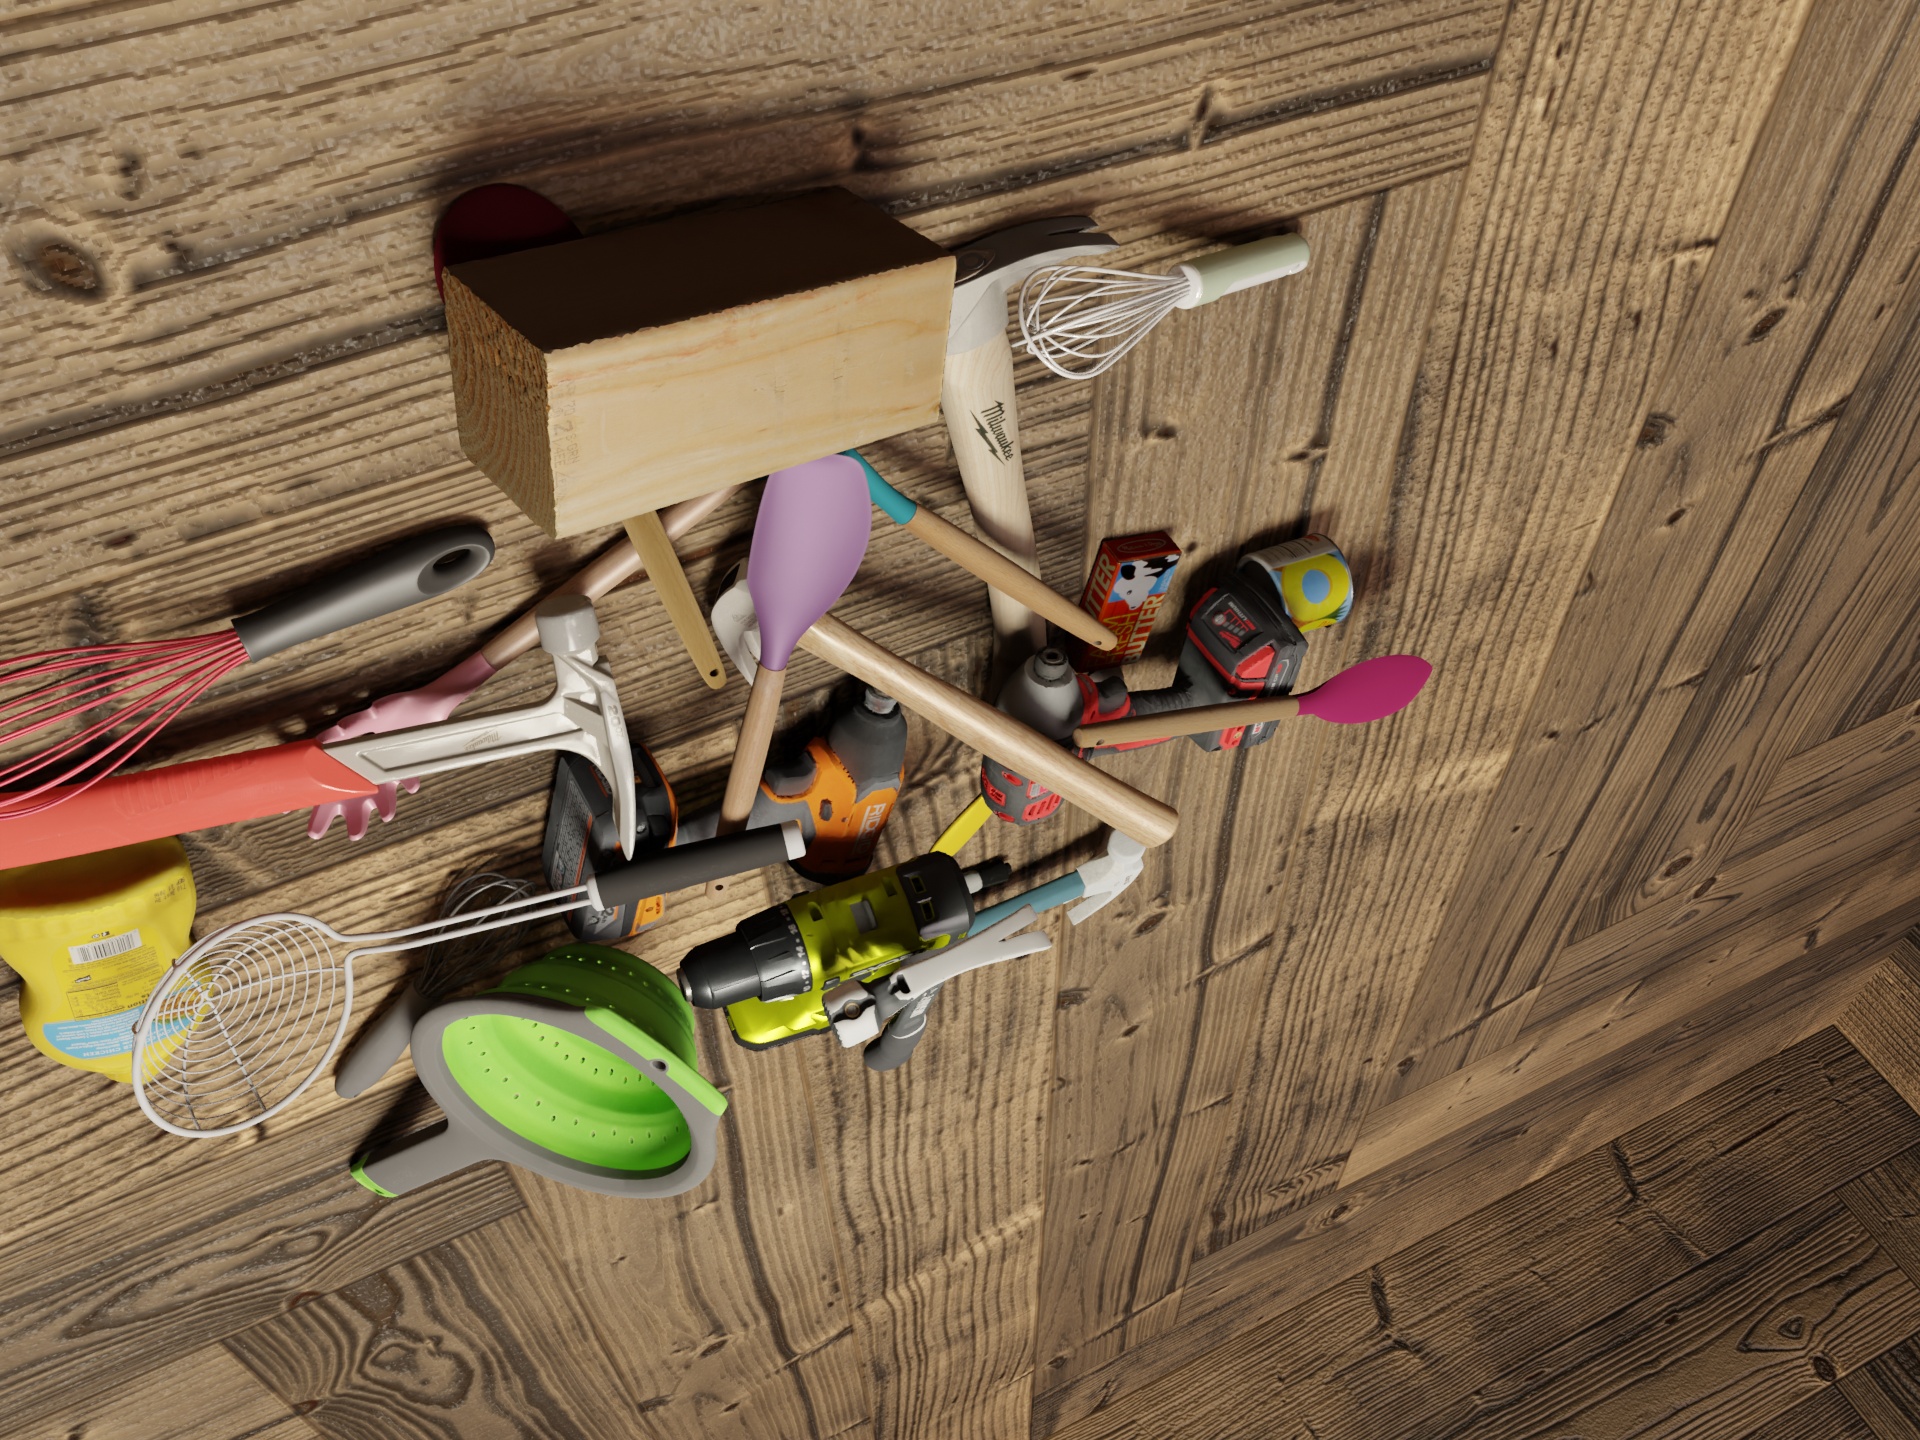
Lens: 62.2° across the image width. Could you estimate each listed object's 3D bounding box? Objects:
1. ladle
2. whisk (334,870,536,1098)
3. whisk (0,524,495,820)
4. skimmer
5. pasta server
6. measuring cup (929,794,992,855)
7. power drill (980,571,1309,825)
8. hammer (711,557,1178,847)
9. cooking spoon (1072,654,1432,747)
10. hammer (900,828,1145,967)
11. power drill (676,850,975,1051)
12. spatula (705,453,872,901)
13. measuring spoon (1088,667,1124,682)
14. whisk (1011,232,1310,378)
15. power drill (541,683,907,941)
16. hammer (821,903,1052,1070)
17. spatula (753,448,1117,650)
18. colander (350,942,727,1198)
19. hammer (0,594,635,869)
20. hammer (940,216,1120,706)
[{"bbox_3d":[-0.171,-0.120,0.793,0.069,0.031,0.315,-31,140,-11],"label":"ladle"},{"bbox_3d":[-0.345,0.176,1.026,0.055,0.055,0.239,14,128,-46],"label":"whisk"},{"bbox_3d":[-0.363,-0.030,0.763,0.296,0.073,0.073,-27,145,-19],"label":"whisk"},{"bbox_3d":[-0.258,0.130,0.874,0.363,0.090,0.127,-14,129,-9],"label":"skimmer"},{"bbox_3d":[-0.231,-0.046,0.855,0.316,0.040,0.060,-36,119,3],"label":"pasta server"},{"bbox_3d":[0.027,0.066,1.182,0.062,0.029,0.156,23,120,-35],"label":"measuring cup"},{"bbox_3d":[0.118,-0.017,1.073,0.219,0.079,0.143,-19,143,-23],"label":"power drill"},{"bbox_3d":[-0.002,-0.003,0.956,0.331,0.031,0.130,30,148,-25],"label":"hammer"},{"bbox_3d":[0.205,-0.007,1.074,0.318,0.017,0.068,-7,139,-32],"label":"cooking spoon"},{"bbox_3d":[-0.010,0.171,1.264,0.331,0.033,0.128,-21,159,-9],"label":"hammer"},{"bbox_3d":[-0.105,0.165,1.092,0.190,0.080,0.228,-17,165,-18],"label":"power drill"},{"bbox_3d":[-0.106,-0.012,0.876,0.059,0.018,0.315,6,129,-19],"label":"spatula"},{"bbox_3d":[0.087,0.010,1.176,0.034,0.018,0.124,-1,135,-36],"label":"measuring spoon"},{"bbox_3d":[0.114,-0.229,0.845,0.246,0.059,0.058,-27,-176,-40],"label":"whisk"},{"bbox_3d":[-0.137,0.049,1.005,0.226,0.084,0.164,-10,138,-34],"label":"power drill"},{"bbox_3d":[-0.033,0.212,1.152,0.149,0.036,0.408,-24,166,-13],"label":"hammer"},{"bbox_3d":[-0.014,-0.095,0.893,0.082,0.044,0.317,-20,146,39],"label":"spatula"},{"bbox_3d":[-0.293,0.241,1.070,0.397,0.095,0.204,-29,117,39],"label":"colander"},{"bbox_3d":[-0.352,0.039,0.816,0.359,0.037,0.149,-12,115,-14],"label":"hammer"},{"bbox_3d":[0.036,-0.116,0.975,0.146,0.038,0.410,-26,144,-11],"label":"hammer"}]
